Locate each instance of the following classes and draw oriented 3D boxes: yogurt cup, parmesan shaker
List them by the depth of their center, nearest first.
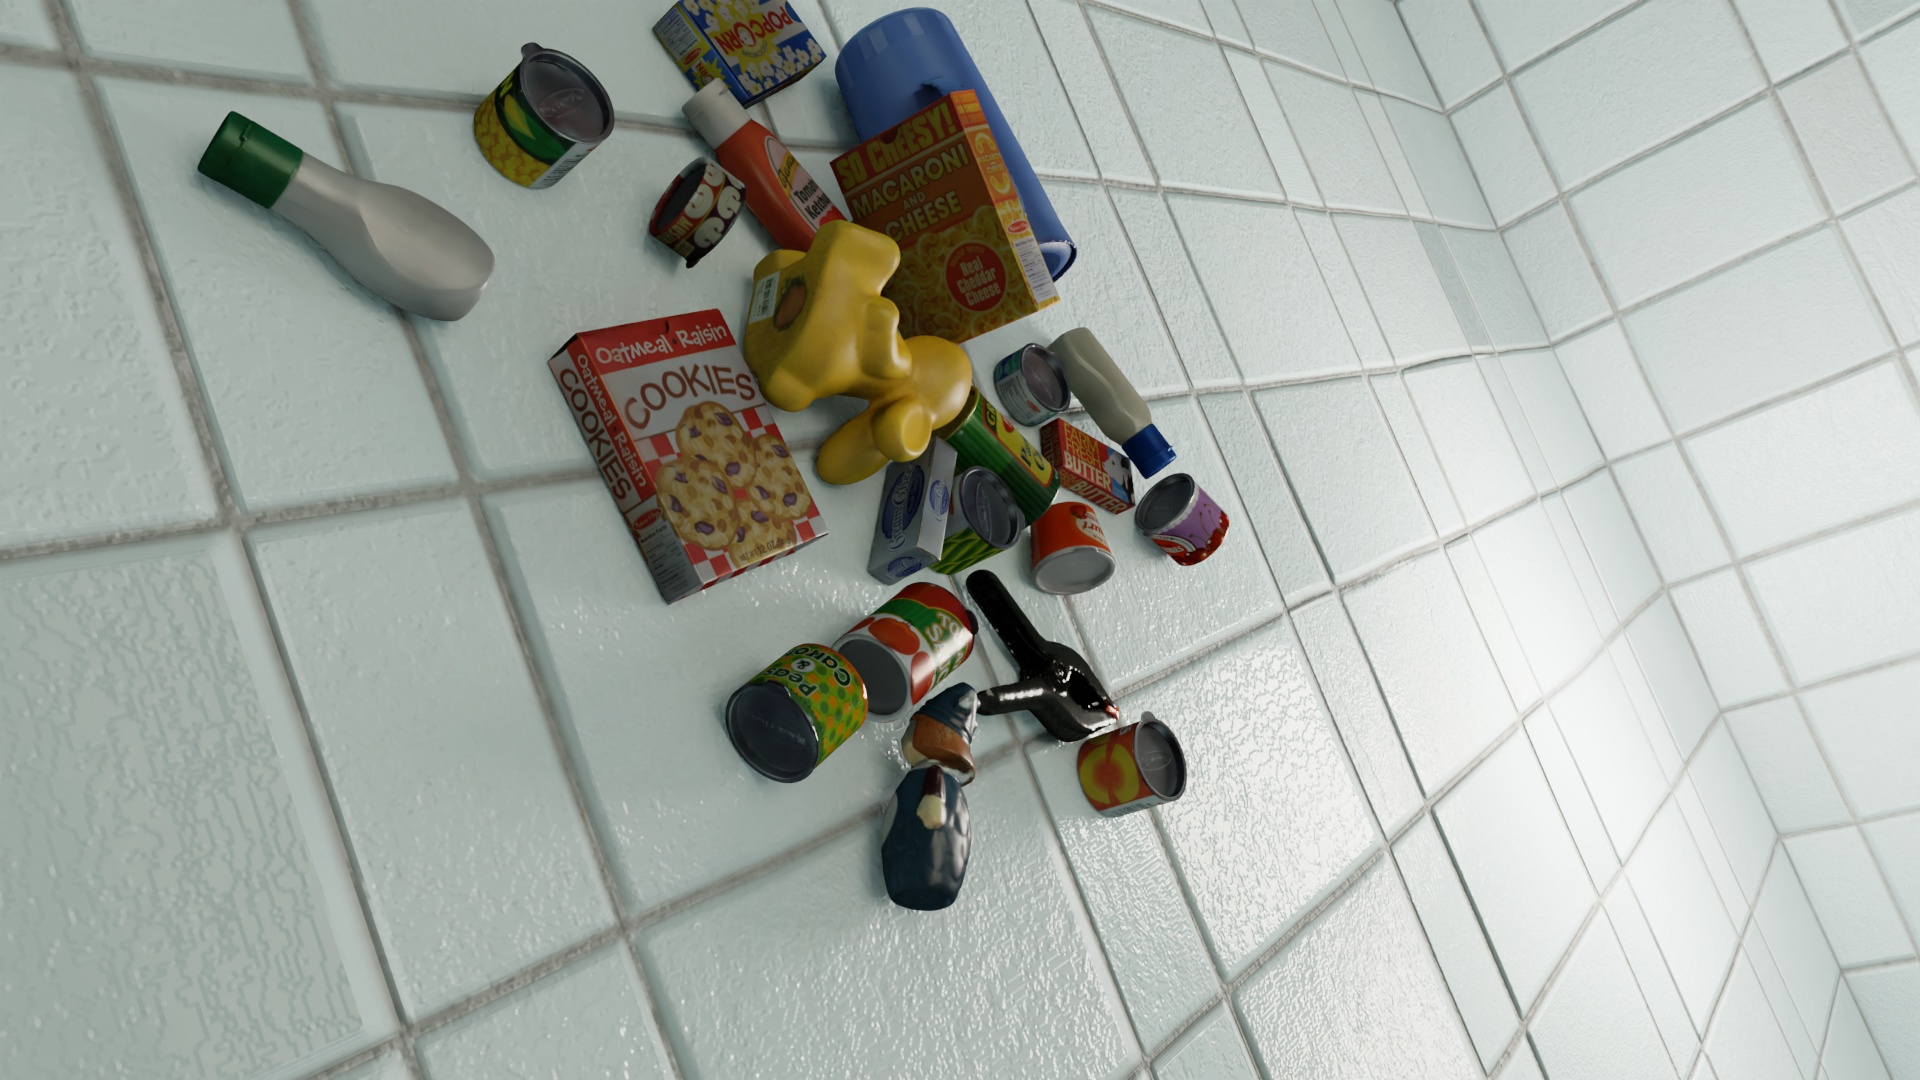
[{"bbox_3d":[0.021,-0.063,1.083,0.103,0.071,0.072,43,41,-25],"label":"parmesan shaker"},{"bbox_3d":[0.087,0.005,1.122,0.072,0.072,0.054,24,43,-40],"label":"yogurt cup"}]

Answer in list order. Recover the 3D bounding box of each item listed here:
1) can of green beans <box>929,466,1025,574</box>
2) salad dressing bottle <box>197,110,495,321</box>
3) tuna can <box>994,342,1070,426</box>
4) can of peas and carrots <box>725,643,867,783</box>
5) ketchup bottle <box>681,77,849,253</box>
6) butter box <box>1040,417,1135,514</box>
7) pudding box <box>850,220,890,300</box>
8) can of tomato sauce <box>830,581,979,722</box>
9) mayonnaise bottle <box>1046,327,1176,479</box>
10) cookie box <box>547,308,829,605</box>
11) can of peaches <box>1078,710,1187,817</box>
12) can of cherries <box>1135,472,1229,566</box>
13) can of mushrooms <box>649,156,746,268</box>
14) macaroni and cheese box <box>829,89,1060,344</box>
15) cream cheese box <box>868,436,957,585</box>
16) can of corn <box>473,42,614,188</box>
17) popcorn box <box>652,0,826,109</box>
[{"bbox_3d":[0.002,-0.014,1.034,0.071,0.057,0.071,28,49,-38],"label":"can of green beans"},{"bbox_3d":[-0.328,-0.174,0.748,0.147,0.044,0.064,31,49,-34],"label":"salad dressing bottle"},{"bbox_3d":[0.063,-0.136,1.202,0.071,0.032,0.071,28,49,-38],"label":"tuna can"},{"bbox_3d":[-0.098,0.101,0.835,0.071,0.070,0.059,59,36,-6],"label":"can of peas and carrots"},{"bbox_3d":[-0.144,-0.270,1.027,0.148,0.043,0.065,49,33,-17],"label":"ketchup bottle"},{"bbox_3d":[0.113,-0.065,1.226,0.103,0.024,0.053,24,51,-41],"label":"butter box"},{"bbox_3d":[-0.078,-0.207,1.079,0.049,0.030,0.084,39,43,-31],"label":"pudding box"},{"bbox_3d":[-0.037,0.074,0.924,0.071,0.071,0.083,60,37,-5],"label":"can of tomato sauce"},{"bbox_3d":[0.137,-0.124,1.255,0.148,0.041,0.065,54,32,7],"label":"mayonnaise bottle"},{"bbox_3d":[-0.167,-0.058,0.872,0.123,0.040,0.167,-25,89,-53],"label":"cookie box"},{"bbox_3d":[0.132,0.174,1.077,0.071,0.058,0.071,28,49,-37],"label":"can of peaches"},{"bbox_3d":[0.202,-0.017,1.273,0.058,0.071,0.072,42,42,-28],"label":"can of cherries"},{"bbox_3d":[-0.179,-0.222,0.938,0.033,0.071,0.071,34,45,-33],"label":"can of mushrooms"},{"bbox_3d":[-0.013,-0.231,1.036,0.040,0.123,0.166,-32,102,-53],"label":"macaroni and cheese box"},{"bbox_3d":[-0.034,-0.021,0.999,0.024,0.053,0.104,35,45,-30],"label":"cream cheese box"},{"bbox_3d":[-0.262,-0.265,0.868,0.071,0.058,0.071,28,49,-38],"label":"can of corn"},{"bbox_3d":[-0.168,-0.383,1.071,0.085,0.038,0.127,52,38,-12],"label":"popcorn box"}]
